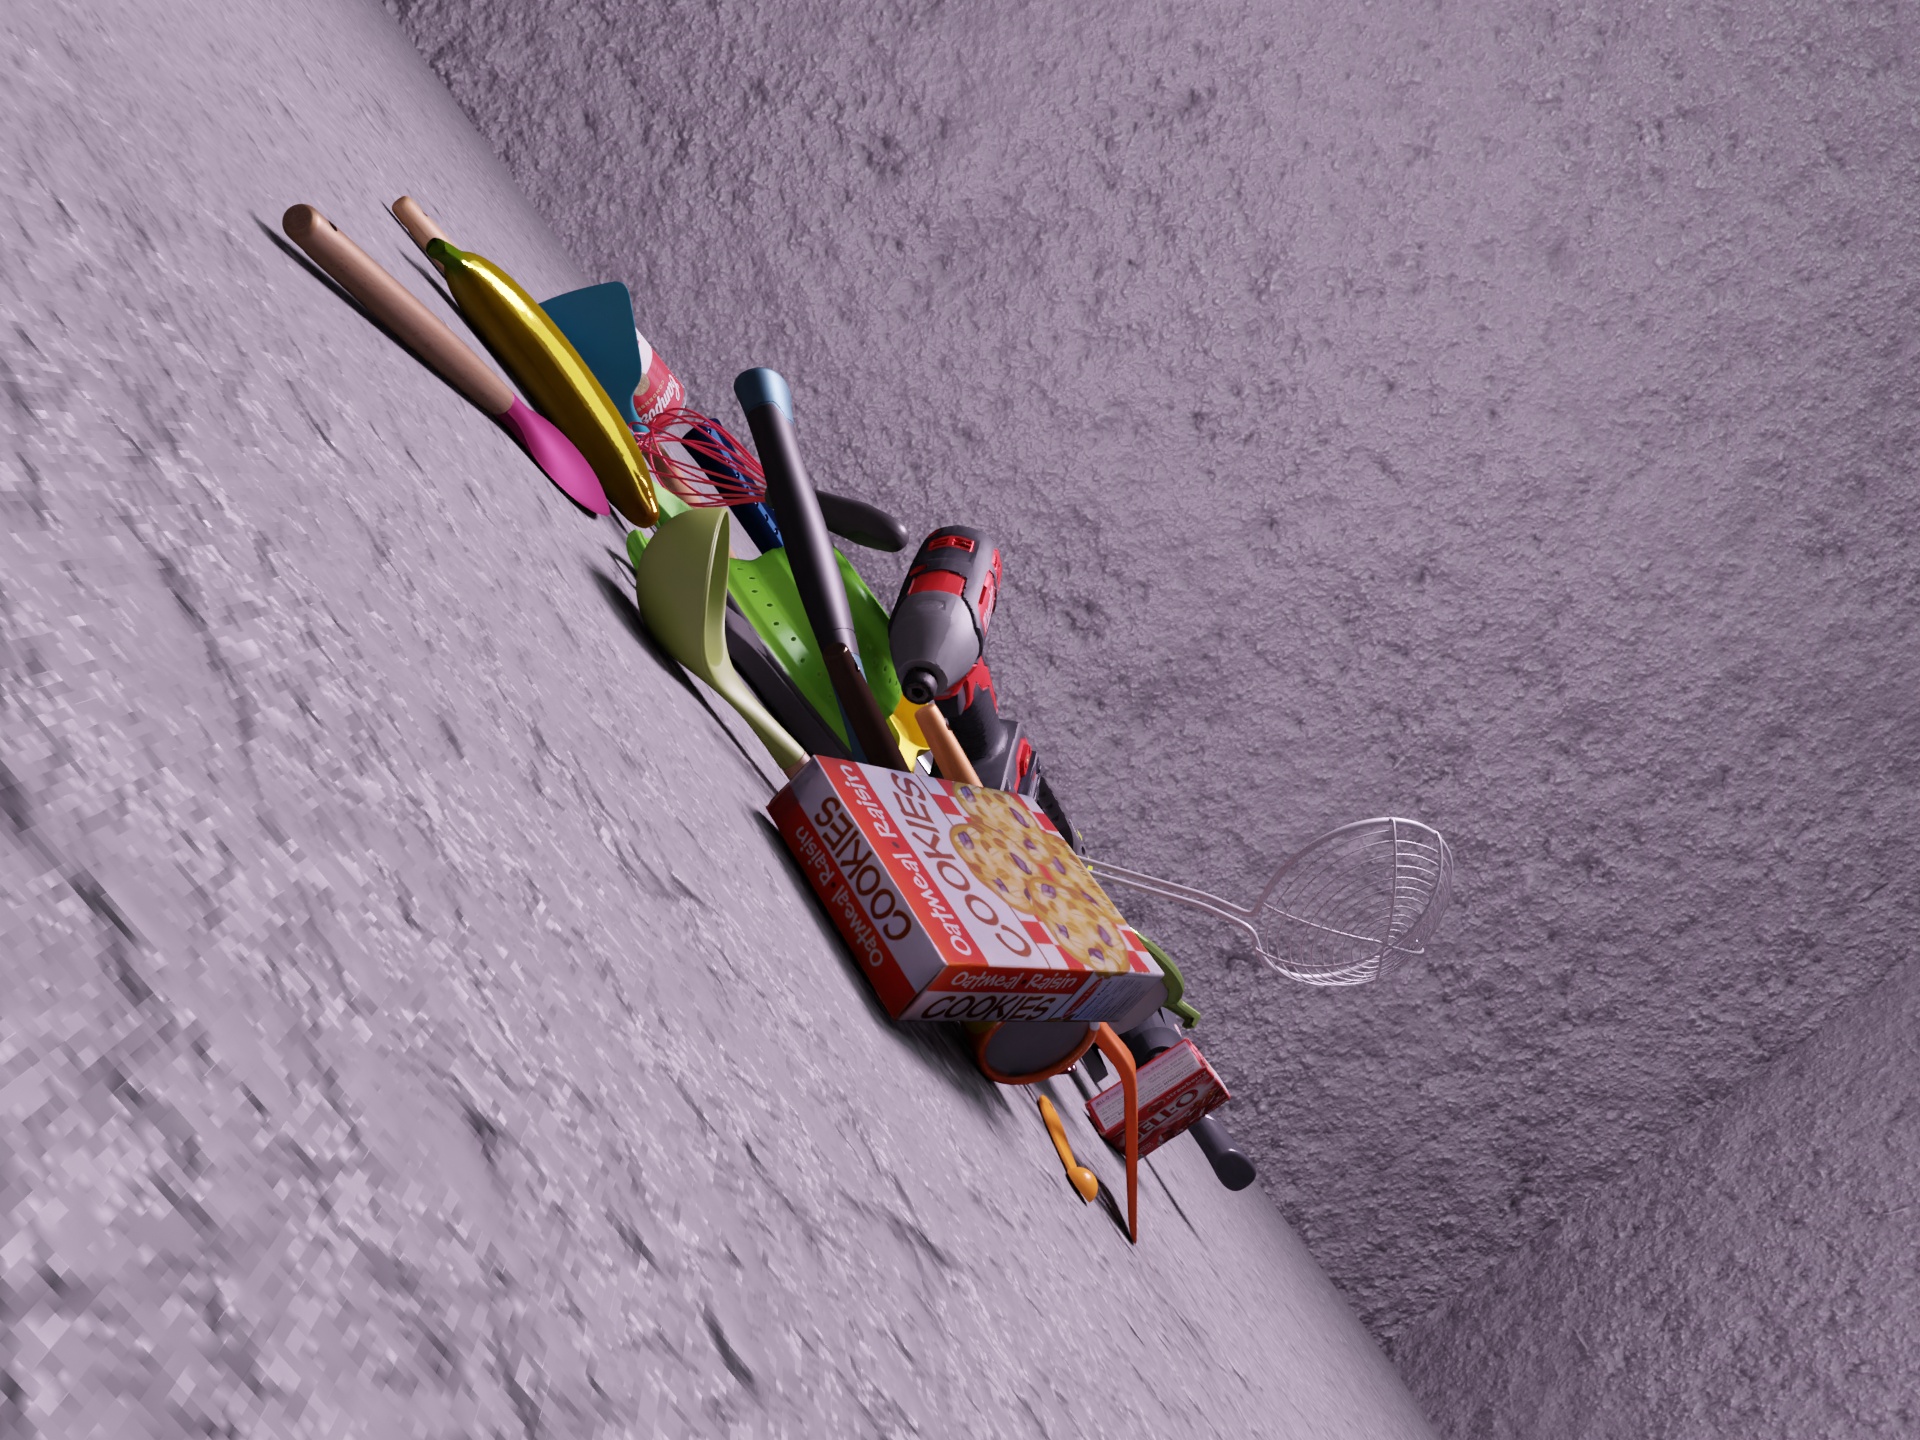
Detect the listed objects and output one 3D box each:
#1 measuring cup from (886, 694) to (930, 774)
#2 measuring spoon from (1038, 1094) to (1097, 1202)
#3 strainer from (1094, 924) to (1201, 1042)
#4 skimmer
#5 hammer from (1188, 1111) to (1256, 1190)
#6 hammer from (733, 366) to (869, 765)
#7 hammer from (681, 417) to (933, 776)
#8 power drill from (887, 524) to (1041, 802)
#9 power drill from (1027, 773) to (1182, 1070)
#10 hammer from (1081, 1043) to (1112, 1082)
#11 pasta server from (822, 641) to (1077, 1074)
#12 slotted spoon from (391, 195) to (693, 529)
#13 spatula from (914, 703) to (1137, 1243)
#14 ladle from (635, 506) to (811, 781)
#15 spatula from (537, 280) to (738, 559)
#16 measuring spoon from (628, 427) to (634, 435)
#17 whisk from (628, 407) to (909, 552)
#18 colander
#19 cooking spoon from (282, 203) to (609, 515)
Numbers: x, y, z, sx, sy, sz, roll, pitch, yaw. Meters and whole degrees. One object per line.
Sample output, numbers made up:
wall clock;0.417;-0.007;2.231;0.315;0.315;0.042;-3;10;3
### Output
measuring cup;-0.049;0.037;1.153;0.062;0.029;0.157;38;37;-26
measuring spoon;0.059;0.229;0.867;0.021;0.011;0.117;54;1;-12
strainer;0.043;0.137;0.965;0.151;0.069;0.256;16;-23;31
skimmer;0.113;0.080;0.984;0.363;0.090;0.127;14;-50;20
hammer;0.127;0.236;1.379;0.409;0.036;0.149;53;0;38
hammer;-0.071;-0.047;0.914;0.128;0.033;0.331;29;43;-75
hammer;-0.094;-0.061;1.254;0.405;0.035;0.144;55;25;-1
power drill;-0.002;-0.003;1.053;0.143;0.078;0.219;-74;161;-47
power drill;0.092;0.160;1.189;0.223;0.080;0.171;57;2;-25
hammer;0.048;0.190;1.257;0.146;0.035;0.334;53;0;31
pasta server;-0.002;0.083;0.851;0.060;0.040;0.315;-93;164;-54
slotted spoon;-0.254;-0.212;1.033;0.313;0.031;0.070;51;1;-40
spatula;0.045;0.136;0.873;0.322;0.041;0.081;63;12;-14
ladle;-0.059;0.035;0.801;0.320;0.062;0.078;56;13;-20
spatula;-0.241;-0.218;1.276;0.317;0.082;0.044;62;15;-58
measuring spoon;-0.287;-0.246;1.151;0.128;0.021;0.042;45;-1;6
whisk;-0.144;-0.167;1.134;0.296;0.073;0.073;25;-18;38
colander;-0.107;-0.070;1.011;0.205;0.094;0.397;54;0;13
cooking spoon;-0.222;-0.156;0.731;0.069;0.017;0.318;53;0;11
